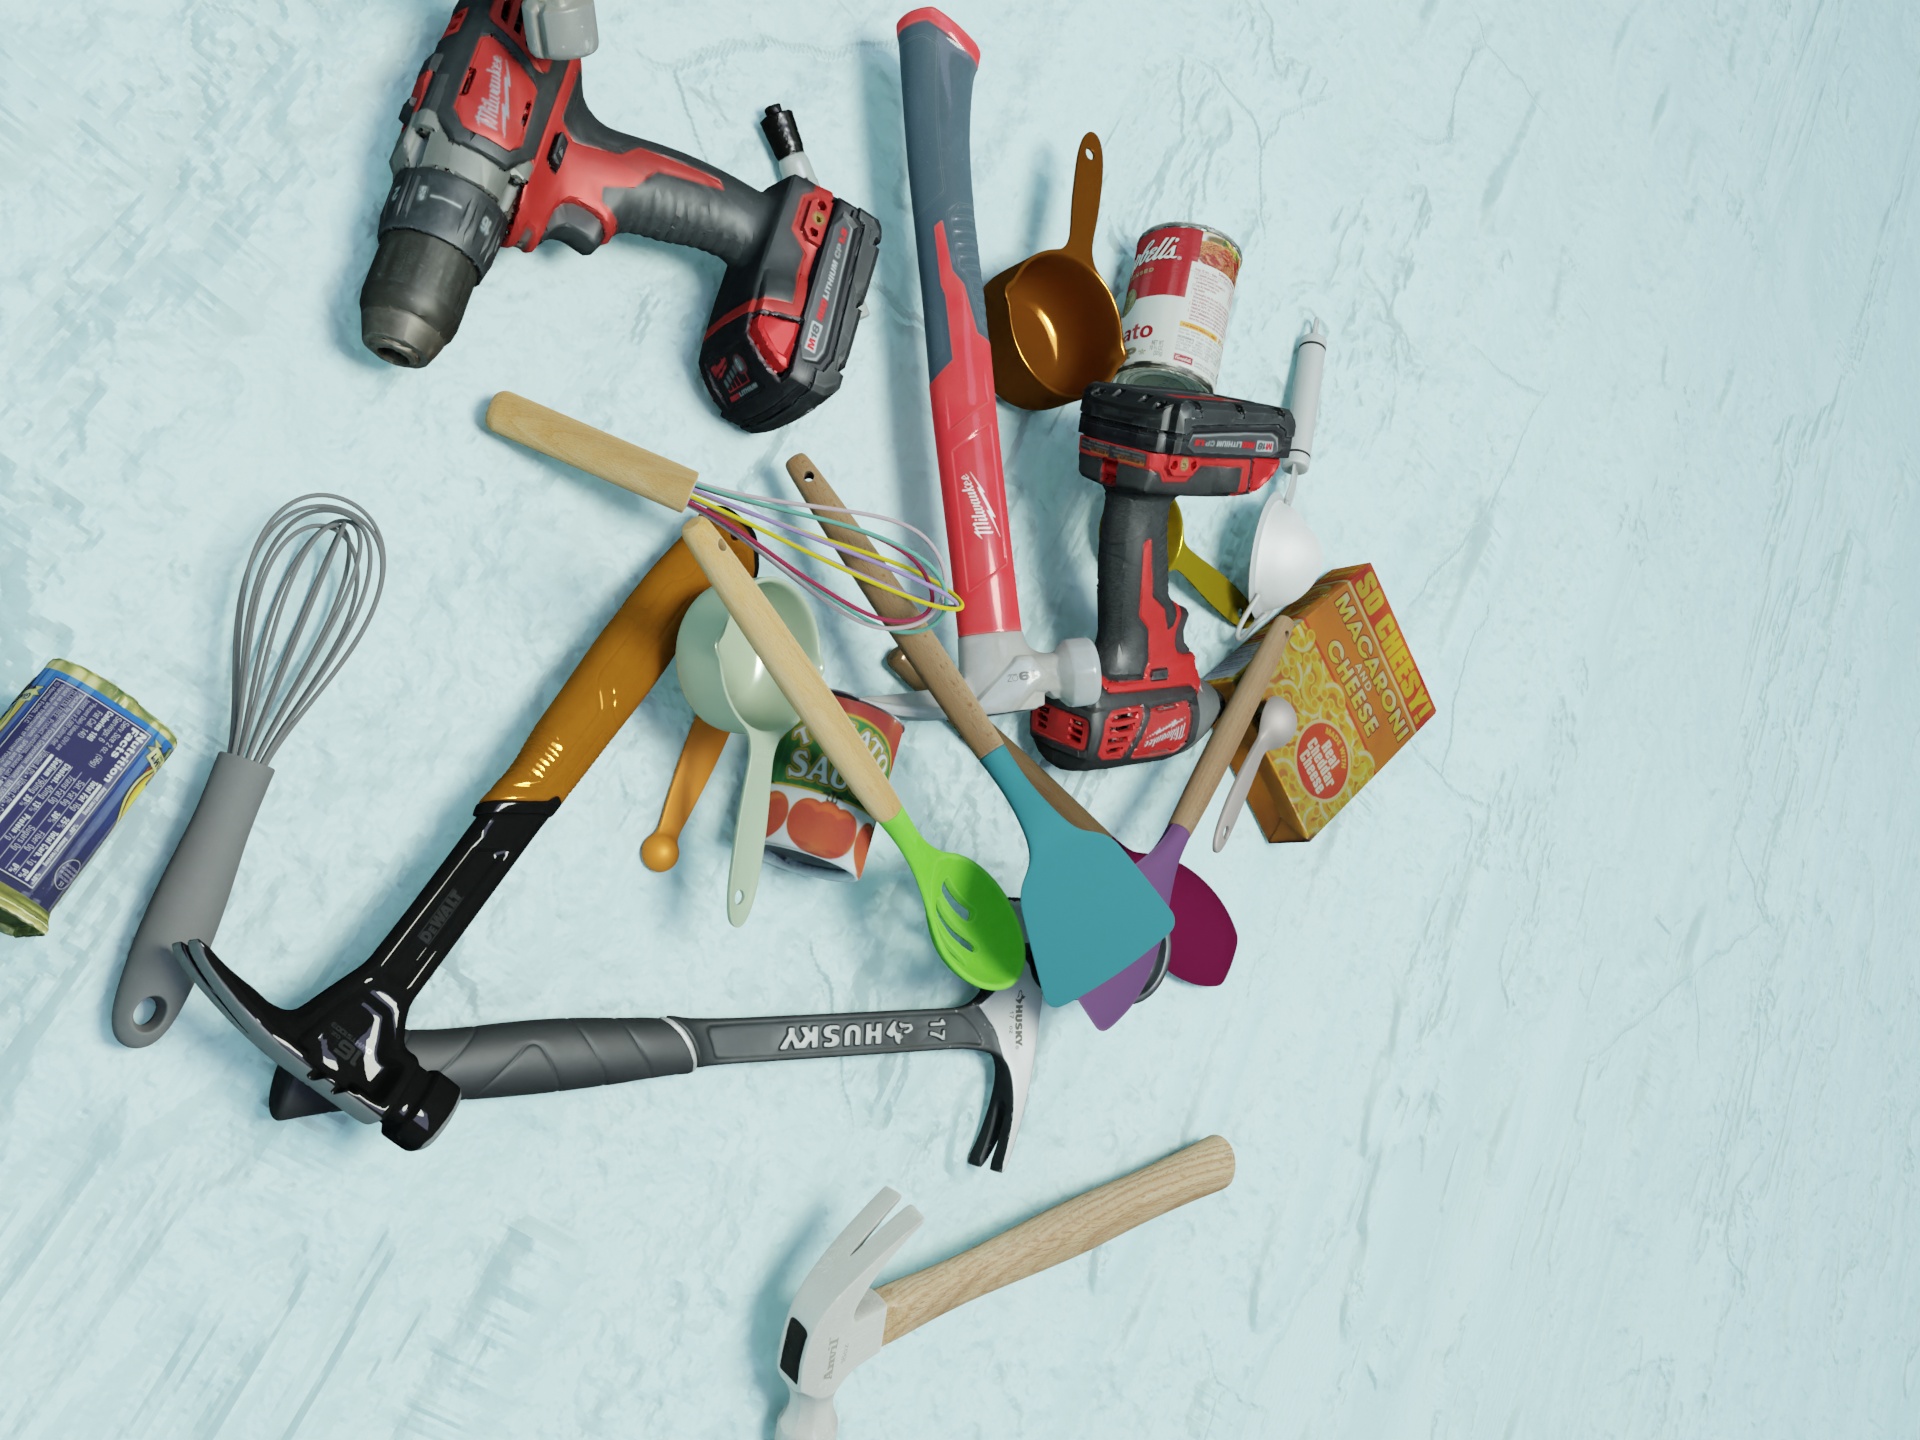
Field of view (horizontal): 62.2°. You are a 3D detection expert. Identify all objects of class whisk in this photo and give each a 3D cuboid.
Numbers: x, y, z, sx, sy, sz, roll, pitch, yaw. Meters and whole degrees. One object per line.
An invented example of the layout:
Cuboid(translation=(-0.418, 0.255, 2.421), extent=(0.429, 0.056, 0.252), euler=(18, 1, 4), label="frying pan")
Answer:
Cuboid(translation=(-0.297, 0.017, 0.655), extent=(0.055, 0.055, 0.239), euler=(25, 75, -33), label="whisk")
Cuboid(translation=(-0.111, -0.101, 0.774), extent=(0.245, 0.051, 0.047), euler=(23, 47, -11), label="whisk")

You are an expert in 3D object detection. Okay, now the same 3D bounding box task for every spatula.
Cuboid(translation=(-0.001, -0.003, 0.826), extent=(0.082, 0.044, 0.317), euler=(-33, 86, -10), label="spatula")
Cuboid(translation=(0.139, 0.048, 0.937), extent=(0.059, 0.018, 0.316), euler=(57, 49, -33), label="spatula")

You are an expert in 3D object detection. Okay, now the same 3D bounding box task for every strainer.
Cuboid(translation=(0.227, -0.168, 1.074), extent=(0.086, 0.050, 0.259), euler=(52, 45, -57), label="strainer")

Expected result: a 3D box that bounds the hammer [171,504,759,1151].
Cuboid(translation=(-0.193, 0.016, 0.719), extent=(0.127, 0.034, 0.337), euler=(47, 54, -23), label="hammer")

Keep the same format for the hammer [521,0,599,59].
Cuboid(translation=(-0.104, -0.438, 0.784), extent=(0.359, 0.037, 0.149), euler=(-49, 149, -48), label="hammer")

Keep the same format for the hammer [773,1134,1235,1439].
Cuboid(translation=(0.041, 0.287, 0.876), extent=(0.331, 0.031, 0.130), euler=(-8, 114, -42), label="hammer")

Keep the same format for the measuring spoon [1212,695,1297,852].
Cuboid(translation=(0.182, 0.034, 0.972), extent=(0.124, 0.018, 0.034), euler=(-58, 142, -34), label="measuring spoon")

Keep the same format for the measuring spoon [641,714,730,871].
Cuboid(translation=(-0.131, 0.022, 0.801), extent=(0.021, 0.011, 0.117), euler=(32, 67, -31), label="measuring spoon")

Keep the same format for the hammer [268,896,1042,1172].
Cuboid(translation=(-0.122, 0.163, 0.781), extent=(0.408, 0.036, 0.149), euler=(4, 84, -37), label="hammer")

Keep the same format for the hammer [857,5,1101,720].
Cuboid(translation=(-0.016, -0.193, 0.866), extent=(0.143, 0.038, 0.386), euler=(-6, 87, -9), label="hammer")

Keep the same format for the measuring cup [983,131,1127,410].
Cuboid(translation=(0.054, -0.267, 0.950), extent=(0.095, 0.052, 0.174), euler=(19, 72, -34), label="measuring cup")

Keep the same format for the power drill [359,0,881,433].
Cuboid(translation=(-0.164, -0.219, 0.764), extent=(0.226, 0.080, 0.188), euler=(24, 71, -30), label="power drill")

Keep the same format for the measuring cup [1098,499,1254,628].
Cuboid(translation=(0.140, -0.097, 1.019), extent=(0.156, 0.029, 0.062), euler=(33, 74, -44), label="measuring cup")

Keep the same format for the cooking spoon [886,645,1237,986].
Cuboid(translation=(0.069, 0.059, 0.946), extent=(0.318, 0.017, 0.069), euler=(42, 57, -26), label="cooking spoon")

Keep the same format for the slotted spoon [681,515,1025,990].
Cuboid(translation=(-0.047, 0.025, 0.764), extent=(0.313, 0.031, 0.070), euler=(58, 31, -35), label="slotted spoon")

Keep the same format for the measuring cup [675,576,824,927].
Cuboid(translation=(-0.109, 0.014, 0.764), extent=(0.083, 0.038, 0.167), euler=(11, 85, -58), label="measuring cup")

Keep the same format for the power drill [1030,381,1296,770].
Cuboid(translation=(0.119, -0.080, 0.931), extent=(0.143, 0.079, 0.219), euler=(-6, 111, -42), label="power drill")
